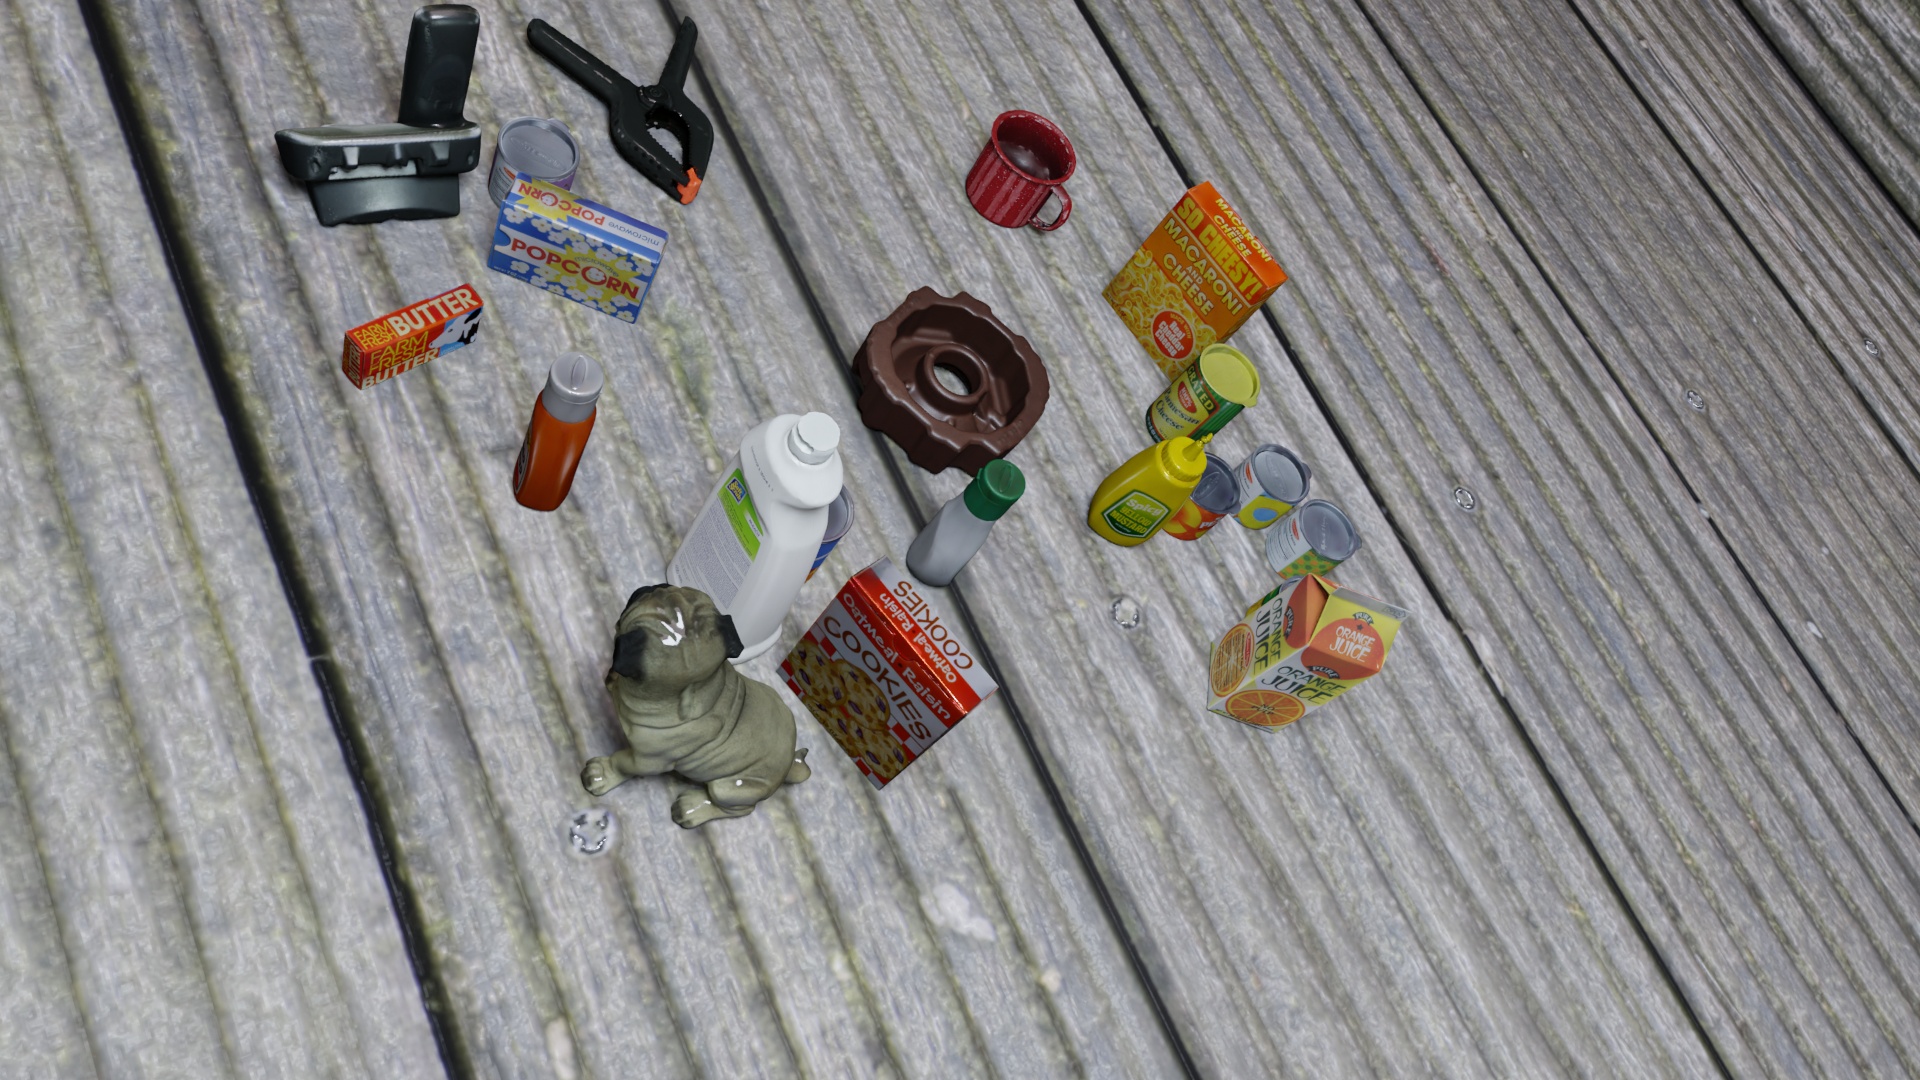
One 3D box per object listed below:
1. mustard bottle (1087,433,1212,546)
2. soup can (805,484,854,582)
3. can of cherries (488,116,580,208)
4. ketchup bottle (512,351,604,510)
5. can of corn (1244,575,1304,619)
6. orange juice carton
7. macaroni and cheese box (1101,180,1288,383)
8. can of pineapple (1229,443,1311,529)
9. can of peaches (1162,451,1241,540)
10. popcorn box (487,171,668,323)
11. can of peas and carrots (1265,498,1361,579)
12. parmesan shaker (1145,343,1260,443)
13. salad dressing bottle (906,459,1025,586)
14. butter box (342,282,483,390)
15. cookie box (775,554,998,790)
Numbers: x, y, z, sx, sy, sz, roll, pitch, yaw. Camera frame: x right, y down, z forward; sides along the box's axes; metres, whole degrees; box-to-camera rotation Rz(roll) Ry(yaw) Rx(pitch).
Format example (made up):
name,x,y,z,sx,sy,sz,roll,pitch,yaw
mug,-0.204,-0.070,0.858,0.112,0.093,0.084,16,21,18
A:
name,x,y,z,sx,sy,sz,roll,pitch,yaw
mustard bottle,0.172,-0.051,1.218,0.065,0.159,0.049,28,54,-11
soup can,-0.131,-0.009,1.086,0.071,0.083,0.071,13,58,-21
can of cherries,-0.355,-0.311,1.161,0.071,0.058,0.072,13,58,-21
ketchup bottle,-0.290,-0.081,1.005,0.043,0.148,0.065,14,57,-20
can of corn,0.306,0.073,1.280,0.071,0.058,0.071,13,58,-21
orange juice carton,0.292,0.090,1.178,0.072,0.191,0.073,21,55,-16
macaroni and cheese box,0.226,-0.249,1.357,0.040,0.165,0.124,-31,80,-36
can of pineapple,0.296,-0.051,1.347,0.071,0.057,0.071,13,58,-21
can of peaches,0.221,-0.039,1.301,0.071,0.057,0.071,13,58,-21
popcorn box,-0.309,-0.235,1.124,0.127,0.084,0.038,21,55,-16
can of peas and carrots,0.339,0.003,1.337,0.071,0.058,0.071,13,58,-21
parmesan shaker,0.232,-0.131,1.331,0.071,0.102,0.071,13,58,-21
salad dressing bottle,0.004,-0.014,1.118,0.044,0.147,0.064,27,54,-12
butter box,-0.411,-0.154,1.044,0.104,0.053,0.024,-35,82,-37
cookie box,-0.058,0.100,1.007,0.123,0.166,0.040,49,53,5
